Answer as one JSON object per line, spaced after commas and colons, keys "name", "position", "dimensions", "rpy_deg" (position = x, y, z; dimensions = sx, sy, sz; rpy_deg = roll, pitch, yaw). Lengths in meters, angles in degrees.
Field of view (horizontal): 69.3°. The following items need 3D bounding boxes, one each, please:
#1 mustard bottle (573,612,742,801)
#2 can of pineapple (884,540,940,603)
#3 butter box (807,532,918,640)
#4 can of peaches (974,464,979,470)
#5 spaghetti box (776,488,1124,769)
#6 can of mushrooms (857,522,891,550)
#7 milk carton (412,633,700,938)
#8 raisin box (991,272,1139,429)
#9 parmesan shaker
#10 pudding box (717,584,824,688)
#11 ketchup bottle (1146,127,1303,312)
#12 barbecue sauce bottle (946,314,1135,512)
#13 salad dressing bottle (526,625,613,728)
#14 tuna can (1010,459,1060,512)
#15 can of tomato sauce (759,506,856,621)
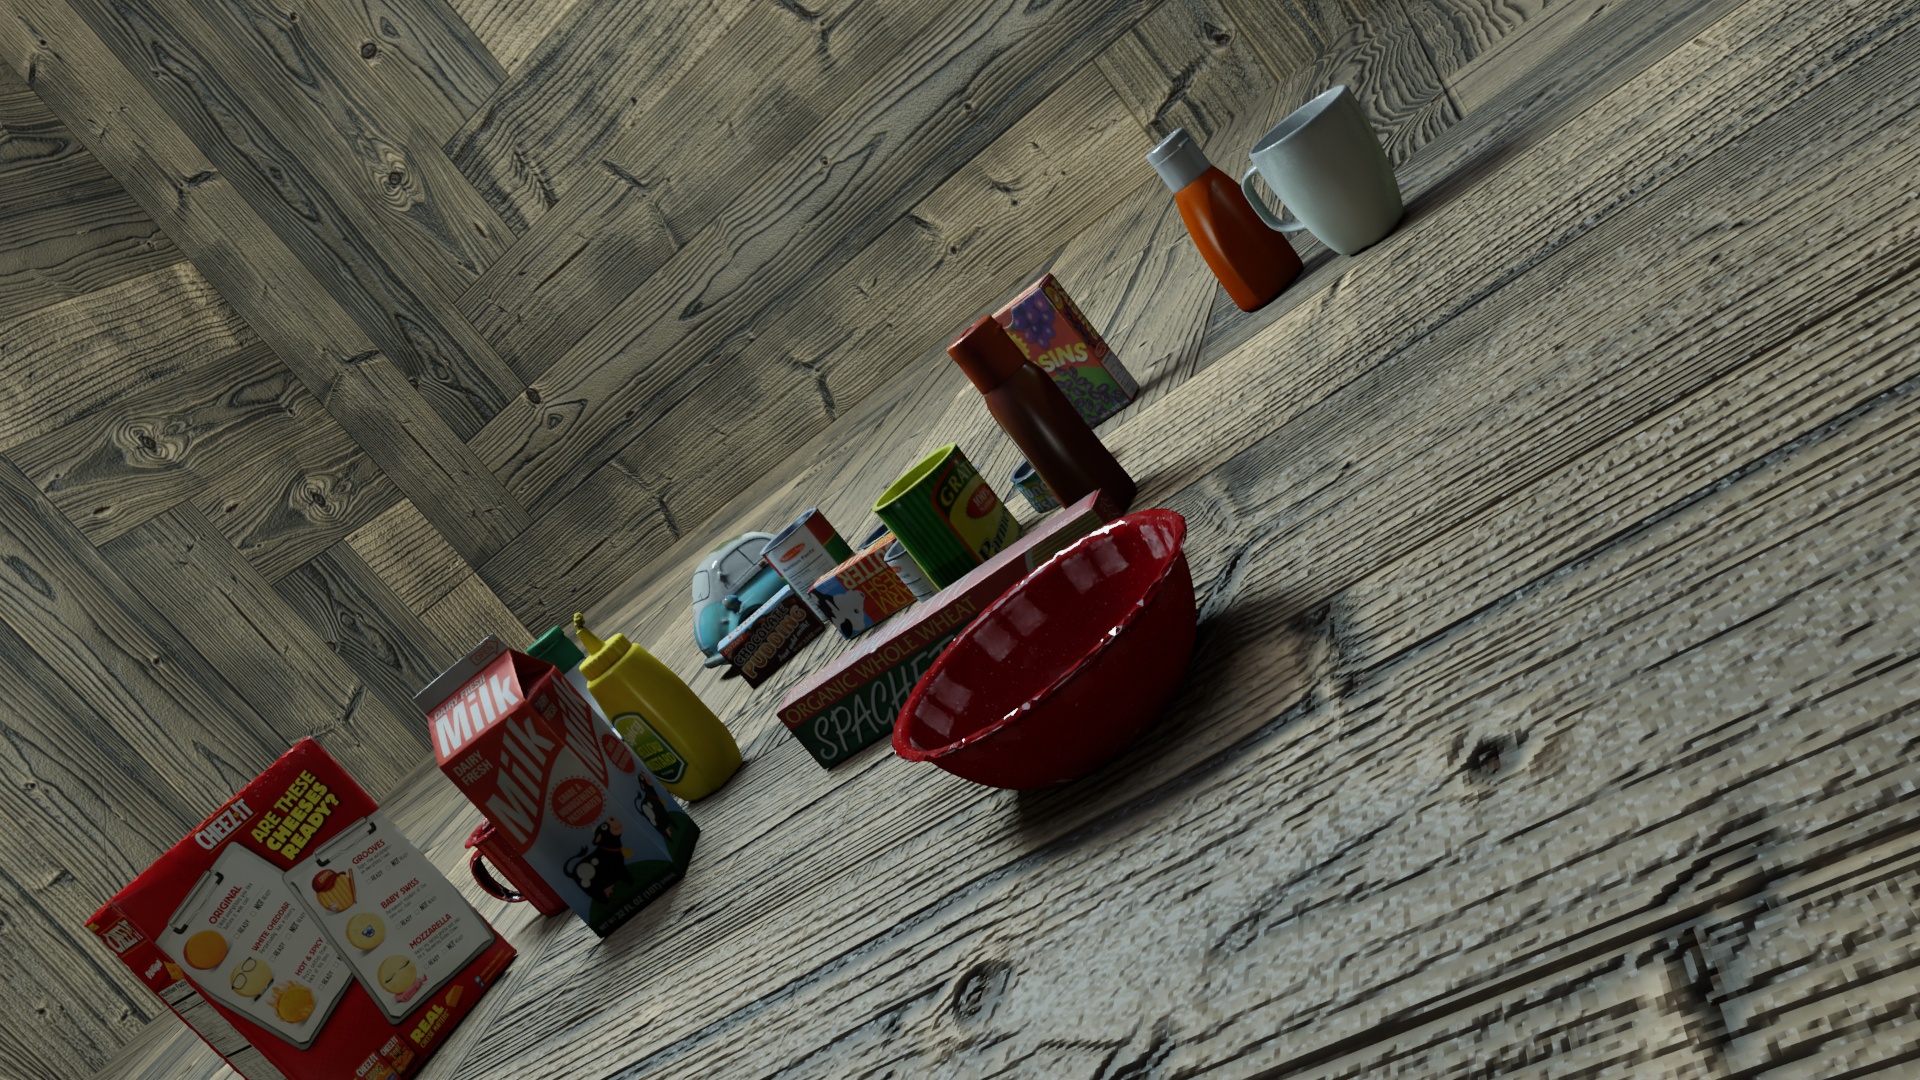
{"name": "mustard bottle", "position": [-0.228, 0.116, 0.999], "dimensions": [0.065, 0.160, 0.049], "rpy_deg": [-29, 15, 43]}
{"name": "can of pineapple", "position": [-0.008, 0.012, 0.966], "dimensions": [0.071, 0.058, 0.071], "rpy_deg": [-38, 11, 9]}
{"name": "butter box", "position": [-0.067, 0.034, 1.083], "dimensions": [0.103, 0.053, 0.024], "rpy_deg": [-32, 13, 34]}
{"name": "can of peaches", "position": [0.004, -0.013, 1.026], "dimensions": [0.071, 0.058, 0.071], "rpy_deg": [-38, 11, 9]}
{"name": "spaghetti box", "position": [-0.004, 0.057, 0.798], "dimensions": [0.249, 0.050, 0.029], "rpy_deg": [-34, 12, 26]}
{"name": "can of mushrooms", "position": [-0.055, -0.002, 1.235], "dimensions": [0.071, 0.033, 0.071], "rpy_deg": [-38, 11, 9]}
{"name": "milk carton", "position": [-0.258, 0.150, 0.885], "dimensions": [0.072, 0.190, 0.073], "rpy_deg": [-38, 11, 6]}
{"name": "raisin box", "position": [0.076, -0.146, 1.149], "dimensions": [0.086, 0.123, 0.040], "rpy_deg": [-32, 13, 33]}
{"name": "parmesan shaker", "position": [0.004, -0.002, 0.867], "dimensions": [0.071, 0.103, 0.071], "rpy_deg": [-38, 11, 9]}
{"name": "pudding box", "position": [-0.166, 0.084, 1.218], "dimensions": [0.084, 0.049, 0.030], "rpy_deg": [-40, 11, -5]}
{"name": "ketchup bottle", "position": [0.205, -0.255, 1.094], "dimensions": [0.065, 0.148, 0.043], "rpy_deg": [-44, 12, -24]}
{"name": "barbecue sauce bottle", "position": [0.051, -0.076, 0.885], "dimensions": [0.043, 0.148, 0.065], "rpy_deg": [-35, 12, 22]}
{"name": "salad dressing bottle", "position": [-0.332, 0.143, 1.265], "dimensions": [0.044, 0.147, 0.064], "rpy_deg": [-43, 11, -19]}
{"name": "tuna can", "position": [0.071, -0.052, 1.026], "dimensions": [0.071, 0.033, 0.071], "rpy_deg": [-38, 11, 9]}
{"name": "can of tomato sauce", "position": [-0.128, 0.021, 1.255], "dimensions": [0.071, 0.083, 0.071], "rpy_deg": [-38, 11, 9]}
